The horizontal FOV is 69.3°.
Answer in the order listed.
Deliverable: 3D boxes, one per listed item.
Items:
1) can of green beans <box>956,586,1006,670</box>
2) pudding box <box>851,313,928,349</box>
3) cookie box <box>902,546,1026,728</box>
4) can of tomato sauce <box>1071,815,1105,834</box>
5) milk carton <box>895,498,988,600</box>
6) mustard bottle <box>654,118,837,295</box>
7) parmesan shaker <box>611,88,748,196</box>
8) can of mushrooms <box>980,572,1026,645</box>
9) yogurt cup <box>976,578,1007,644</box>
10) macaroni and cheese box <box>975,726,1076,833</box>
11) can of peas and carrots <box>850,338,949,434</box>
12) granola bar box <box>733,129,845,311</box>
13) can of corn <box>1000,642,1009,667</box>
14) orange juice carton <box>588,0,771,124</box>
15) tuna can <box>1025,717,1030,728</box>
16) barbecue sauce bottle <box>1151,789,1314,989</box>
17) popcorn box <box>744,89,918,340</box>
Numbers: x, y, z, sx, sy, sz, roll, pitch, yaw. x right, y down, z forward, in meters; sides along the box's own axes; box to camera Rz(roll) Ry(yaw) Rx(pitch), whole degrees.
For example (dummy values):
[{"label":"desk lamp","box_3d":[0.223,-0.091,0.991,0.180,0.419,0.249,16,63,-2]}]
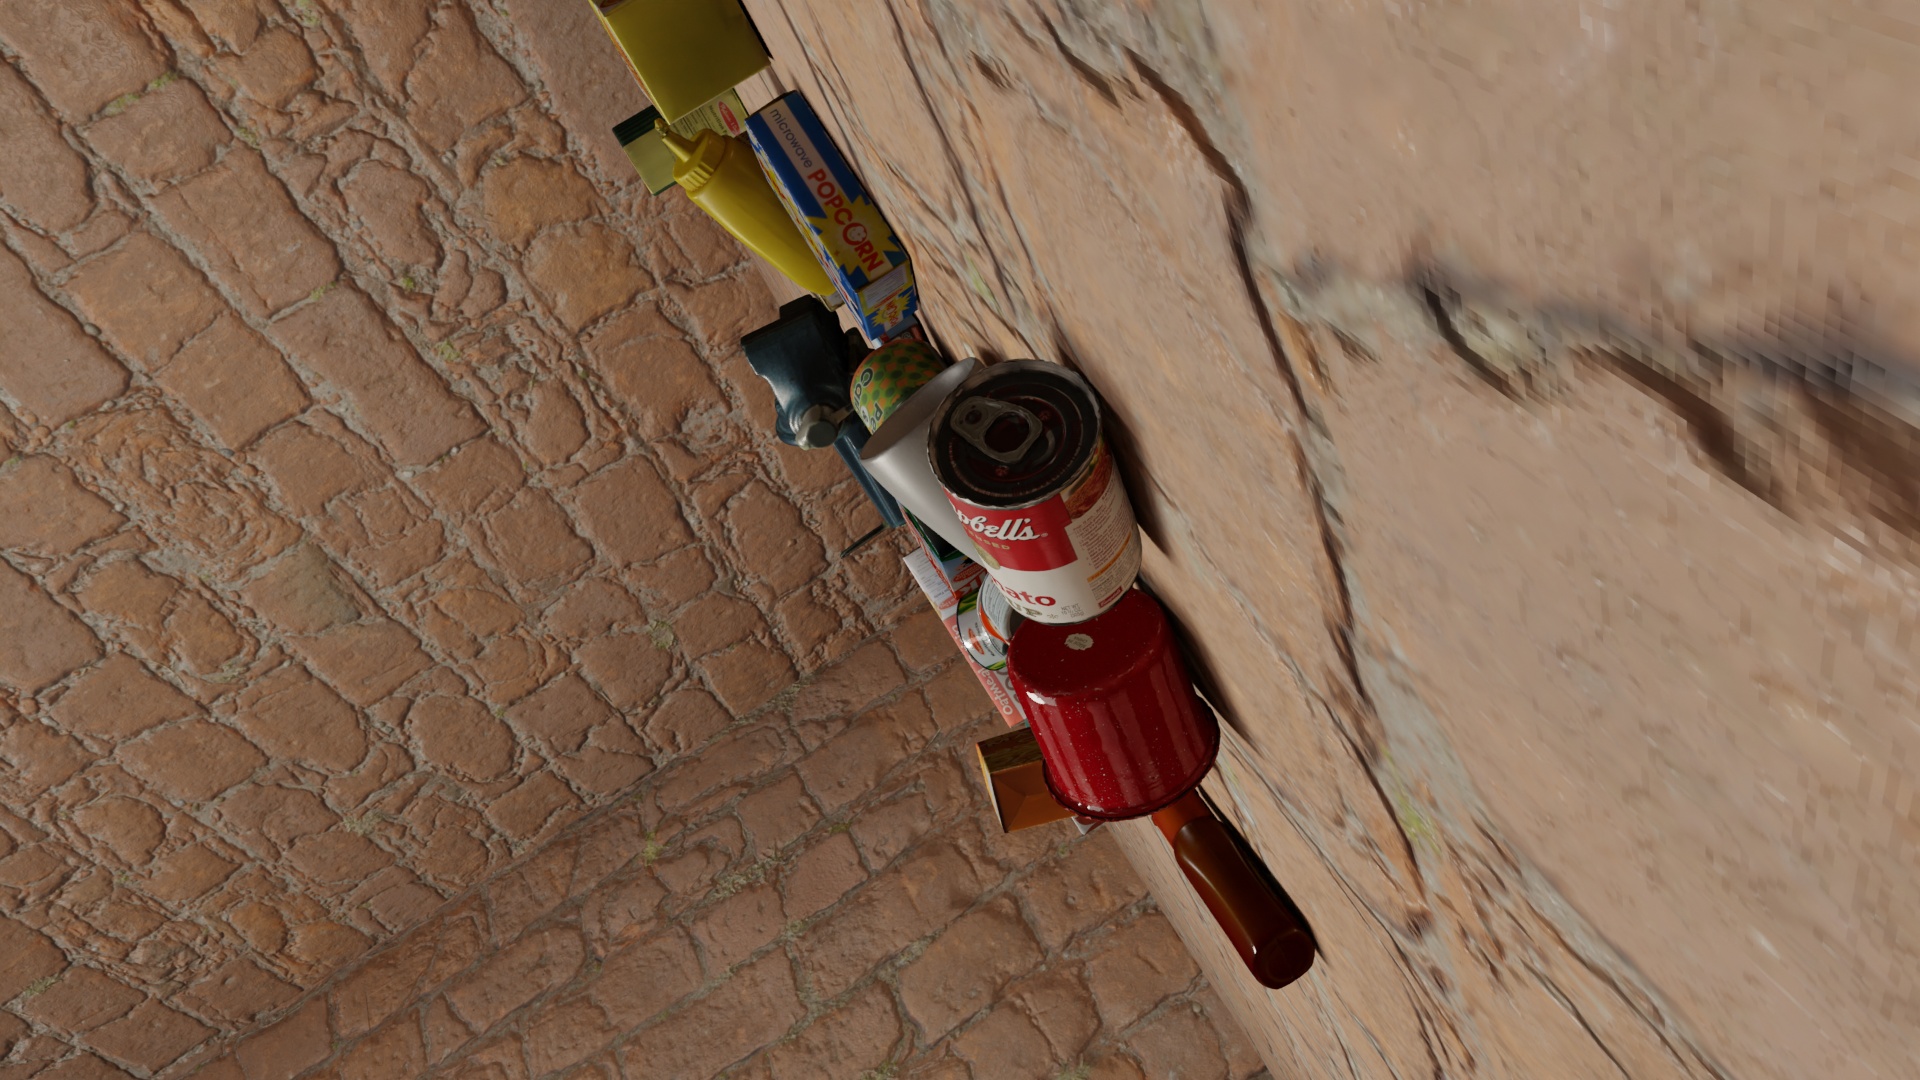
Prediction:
[{"label":"can of green beans","box_3d":[0.040,0.060,1.064,0.071,0.057,0.071,30,-132,-40]},{"label":"pudding box","box_3d":[-0.051,-0.147,0.939,0.084,0.030,0.049,55,177,39]},{"label":"cookie box","box_3d":[0.032,0.061,1.177,0.167,0.040,0.123,58,-156,-2]},{"label":"can of tomato sauce","box_3d":[0.118,0.192,1.137,0.071,0.083,0.071,58,177,5]},{"label":"milk carton","box_3d":[0.004,-0.013,1.019,0.073,0.072,0.190,57,177,14]},{"label":"mustard bottle","box_3d":[-0.135,-0.221,0.896,0.160,0.048,0.065,33,-155,-36]},{"label":"parmesan shaker","box_3d":[-0.234,-0.347,1.172,0.071,0.103,0.071,58,177,5]},{"label":"can of mushrooms","box_3d":[0.051,0.035,0.843,0.033,0.071,0.070,53,174,49]},{"label":"yogurt cup","box_3d":[0.053,0.049,0.954,0.054,0.072,0.072,40,163,54]},{"label":"macaroni and cheese box","box_3d":[0.077,0.143,0.904,0.166,0.124,0.040,149,108,-87]},{"label":"can of peas and carrots","box_3d":[-0.032,-0.085,0.877,0.059,0.071,0.070,56,176,42]},{"label":"granola bar box","box_3d":[-0.133,-0.255,1.089,0.124,0.039,0.166,60,176,-26]},{"label":"can of corn","box_3d":[0.072,0.093,1.006,0.058,0.071,0.071,53,174,45]},{"label":"orange juice carton","box_3d":[-0.185,-0.327,0.877,0.071,0.073,0.193,60,177,-31]},{"label":"tuna can","box_3d":[0.085,0.150,1.091,0.071,0.032,0.071,38,-165,-12]},{"label":"barbecue sauce bottle","box_3d":[0.174,0.221,0.918,0.149,0.044,0.064,55,176,48]},{"label":"popcorn box","box_3d":[-0.075,-0.190,0.818,0.127,0.038,0.085,58,176,10]}]
